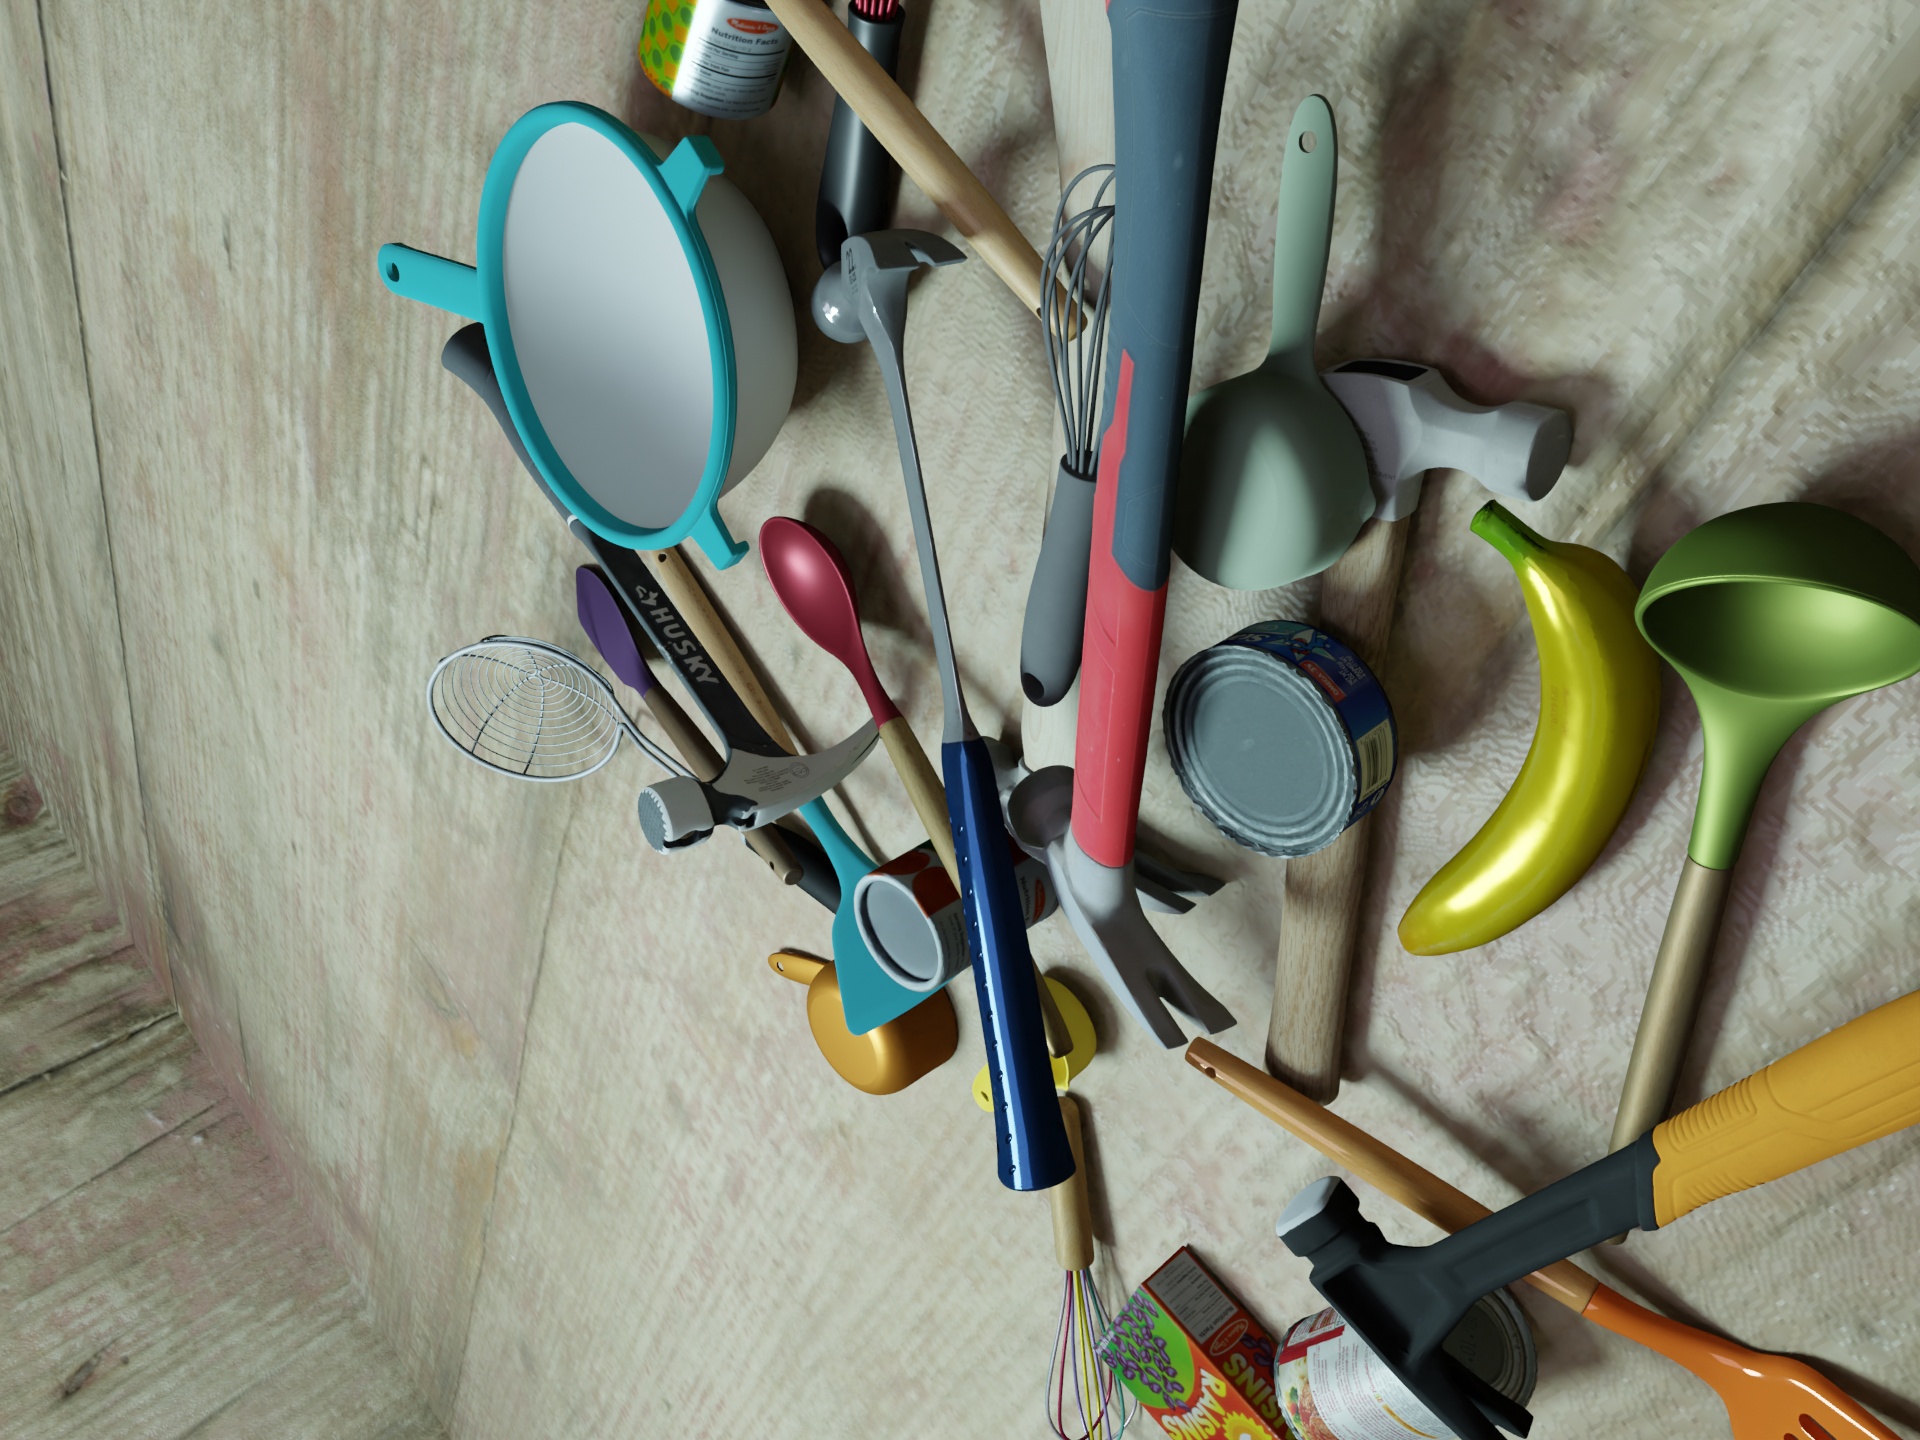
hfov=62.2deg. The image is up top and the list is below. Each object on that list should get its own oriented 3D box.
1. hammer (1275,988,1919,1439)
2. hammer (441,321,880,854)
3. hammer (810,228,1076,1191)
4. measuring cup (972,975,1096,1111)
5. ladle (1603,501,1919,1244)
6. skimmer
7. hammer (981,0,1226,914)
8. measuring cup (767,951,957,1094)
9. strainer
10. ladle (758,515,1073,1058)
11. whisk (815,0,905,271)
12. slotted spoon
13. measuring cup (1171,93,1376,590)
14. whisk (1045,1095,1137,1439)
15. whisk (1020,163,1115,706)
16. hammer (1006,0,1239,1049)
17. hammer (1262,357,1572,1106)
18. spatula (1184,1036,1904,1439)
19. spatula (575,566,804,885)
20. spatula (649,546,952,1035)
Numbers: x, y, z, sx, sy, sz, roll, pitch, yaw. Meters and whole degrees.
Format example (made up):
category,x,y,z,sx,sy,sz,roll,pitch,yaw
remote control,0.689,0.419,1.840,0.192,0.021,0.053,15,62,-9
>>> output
category,x,y,z,sx,sy,sz,roll,pitch,yaw
hammer,0.256,0.151,0.531,0.127,0.034,0.336,47,130,7
hammer,-0.193,-0.099,0.900,0.409,0.149,0.036,52,142,28
hammer,-0.001,-0.002,0.666,0.144,0.035,0.405,-172,72,-75
measuring cup,0.035,0.183,0.869,0.062,0.029,0.156,51,153,15
ladle,0.243,0.073,0.529,0.078,0.062,0.320,13,126,22
skimmer,-0.191,0.054,0.987,0.364,0.090,0.127,33,142,30
hammer,0.060,-0.107,0.650,0.146,0.038,0.410,27,130,35
measuring cup,-0.079,0.172,0.964,0.174,0.052,0.095,6,116,45
strainer,-0.189,-0.218,0.828,0.341,0.095,0.210,26,127,41
ladle,-0.023,0.023,0.772,0.316,0.031,0.069,61,153,25
whisk,-0.031,-0.300,0.627,0.073,0.073,0.295,44,145,23
slotted spoon,-0.055,-0.267,0.619,0.314,0.031,0.070,50,154,5
measuring cup,0.102,-0.122,0.538,0.083,0.038,0.167,27,129,38
whisk,0.066,0.320,0.898,0.051,0.047,0.245,6,112,35
whisk,0.046,-0.097,0.609,0.055,0.055,0.238,38,139,29
hammer,0.065,-0.054,0.538,0.143,0.038,0.386,-123,24,-43
hammer,0.147,0.020,0.628,0.130,0.031,0.331,26,130,38
spatula,0.224,0.220,0.632,0.323,0.041,0.081,29,129,25
spatula,-0.172,-0.003,0.951,0.316,0.018,0.059,46,141,41
spatula,-0.101,0.023,0.907,0.082,0.044,0.318,-34,78,10
